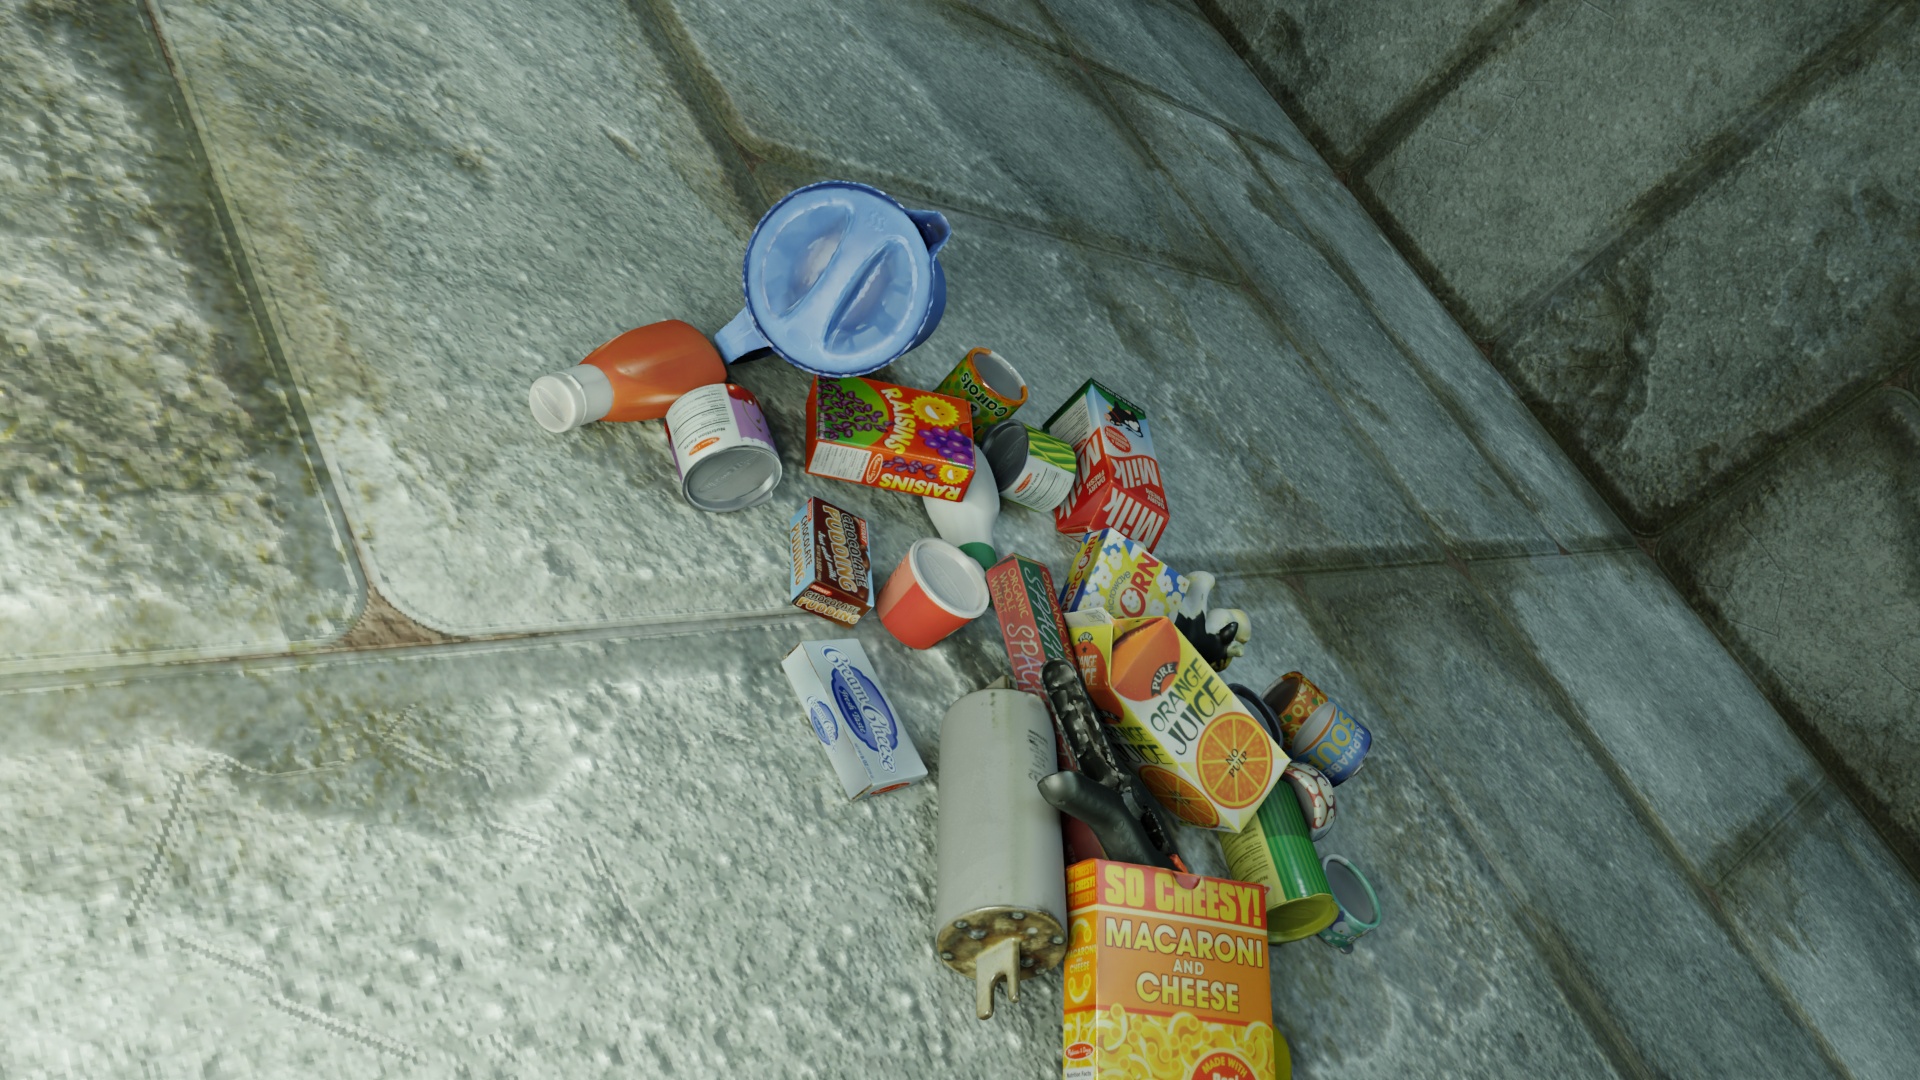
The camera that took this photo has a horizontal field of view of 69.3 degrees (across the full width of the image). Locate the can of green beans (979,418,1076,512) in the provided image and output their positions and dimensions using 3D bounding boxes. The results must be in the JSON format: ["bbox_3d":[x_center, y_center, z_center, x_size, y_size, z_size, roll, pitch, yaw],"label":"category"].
[{"bbox_3d":[0.055,-0.063,1.172,0.058,0.071,0.071,20,39,-37],"label":"can of green beans"}]

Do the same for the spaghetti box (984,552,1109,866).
[{"bbox_3d":[0.071,0.129,0.944,0.050,0.028,0.251,18,51,-56],"label":"spaghetti box"}]

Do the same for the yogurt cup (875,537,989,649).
[{"bbox_3d":[-0.022,0.040,0.969,0.072,0.053,0.073,31,34,-23],"label":"yogurt cup"}]

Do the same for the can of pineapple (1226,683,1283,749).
[{"bbox_3d":[0.216,0.158,1.112,0.071,0.057,0.071,31,34,-24],"label":"can of pineapple"}]

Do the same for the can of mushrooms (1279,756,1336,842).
[{"bbox_3d":[0.258,0.207,1.095,0.033,0.070,0.071,-3,56,-51],"label":"can of mushrooms"}]

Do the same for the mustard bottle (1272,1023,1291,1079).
[{"bbox_3d":[0.133,0.298,0.855,0.160,0.048,0.066,34,35,-17],"label":"mustard bottle"}]

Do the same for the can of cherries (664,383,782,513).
[{"bbox_3d":[-0.156,-0.060,0.918,0.071,0.071,0.058,13,43,-43],"label":"can of cherries"}]

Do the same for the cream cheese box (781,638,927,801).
[{"bbox_3d":[-0.066,0.110,0.863,0.053,0.024,0.104,0,53,-52],"label":"cream cheese box"}]

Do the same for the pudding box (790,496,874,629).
[{"bbox_3d":[-0.088,0.015,0.943,0.049,0.030,0.084,28,35,-29],"label":"pudding box"}]

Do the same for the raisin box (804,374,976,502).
[{"bbox_3d":[-0.053,-0.080,1.049,0.123,0.039,0.086,11,41,-15],"label":"raisin box"}]

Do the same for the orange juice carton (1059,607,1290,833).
[{"bbox_3d":[0.142,0.119,1.002,0.192,0.071,0.073,48,65,-14],"label":"orange juice carton"}]

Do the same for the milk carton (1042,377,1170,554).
[{"bbox_3d":[0.130,-0.051,1.240,0.072,0.073,0.191,29,35,-26],"label":"milk carton"}]

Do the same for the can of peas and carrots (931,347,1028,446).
[{"bbox_3d":[0.015,-0.124,1.204,0.071,0.058,0.071,31,33,-23],"label":"can of peas and carrots"}]

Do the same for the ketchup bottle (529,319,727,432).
[{"bbox_3d":[-0.219,-0.106,0.915,0.065,0.043,0.149,47,31,5],"label":"ketchup bottle"}]

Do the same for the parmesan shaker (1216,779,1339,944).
[{"bbox_3d":[0.233,0.235,1.028,0.071,0.071,0.103,24,37,-32],"label":"parmesan shaker"}]

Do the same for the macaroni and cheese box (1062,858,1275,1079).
[{"bbox_3d":[0.121,0.276,0.800,0.124,0.040,0.167,14,62,-23],"label":"macaroni and cheese box"}]

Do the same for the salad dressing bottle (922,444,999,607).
[{"bbox_3d":[0.004,-0.013,1.075,0.064,0.043,0.148,21,39,-29],"label":"salad dressing bottle"}]

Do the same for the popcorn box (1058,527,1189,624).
[{"bbox_3d":[0.115,0.065,1.062,0.085,0.038,0.127,33,66,-19],"label":"popcorn box"}]

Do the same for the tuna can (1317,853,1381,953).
[{"bbox_3d":[0.296,0.283,1.084,0.071,0.032,0.071,31,33,-23],"label":"tuna can"}]

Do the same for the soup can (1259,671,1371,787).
[{"bbox_3d":[0.302,0.164,1.197,0.084,0.071,0.072,40,31,-9],"label":"soup can"}]
